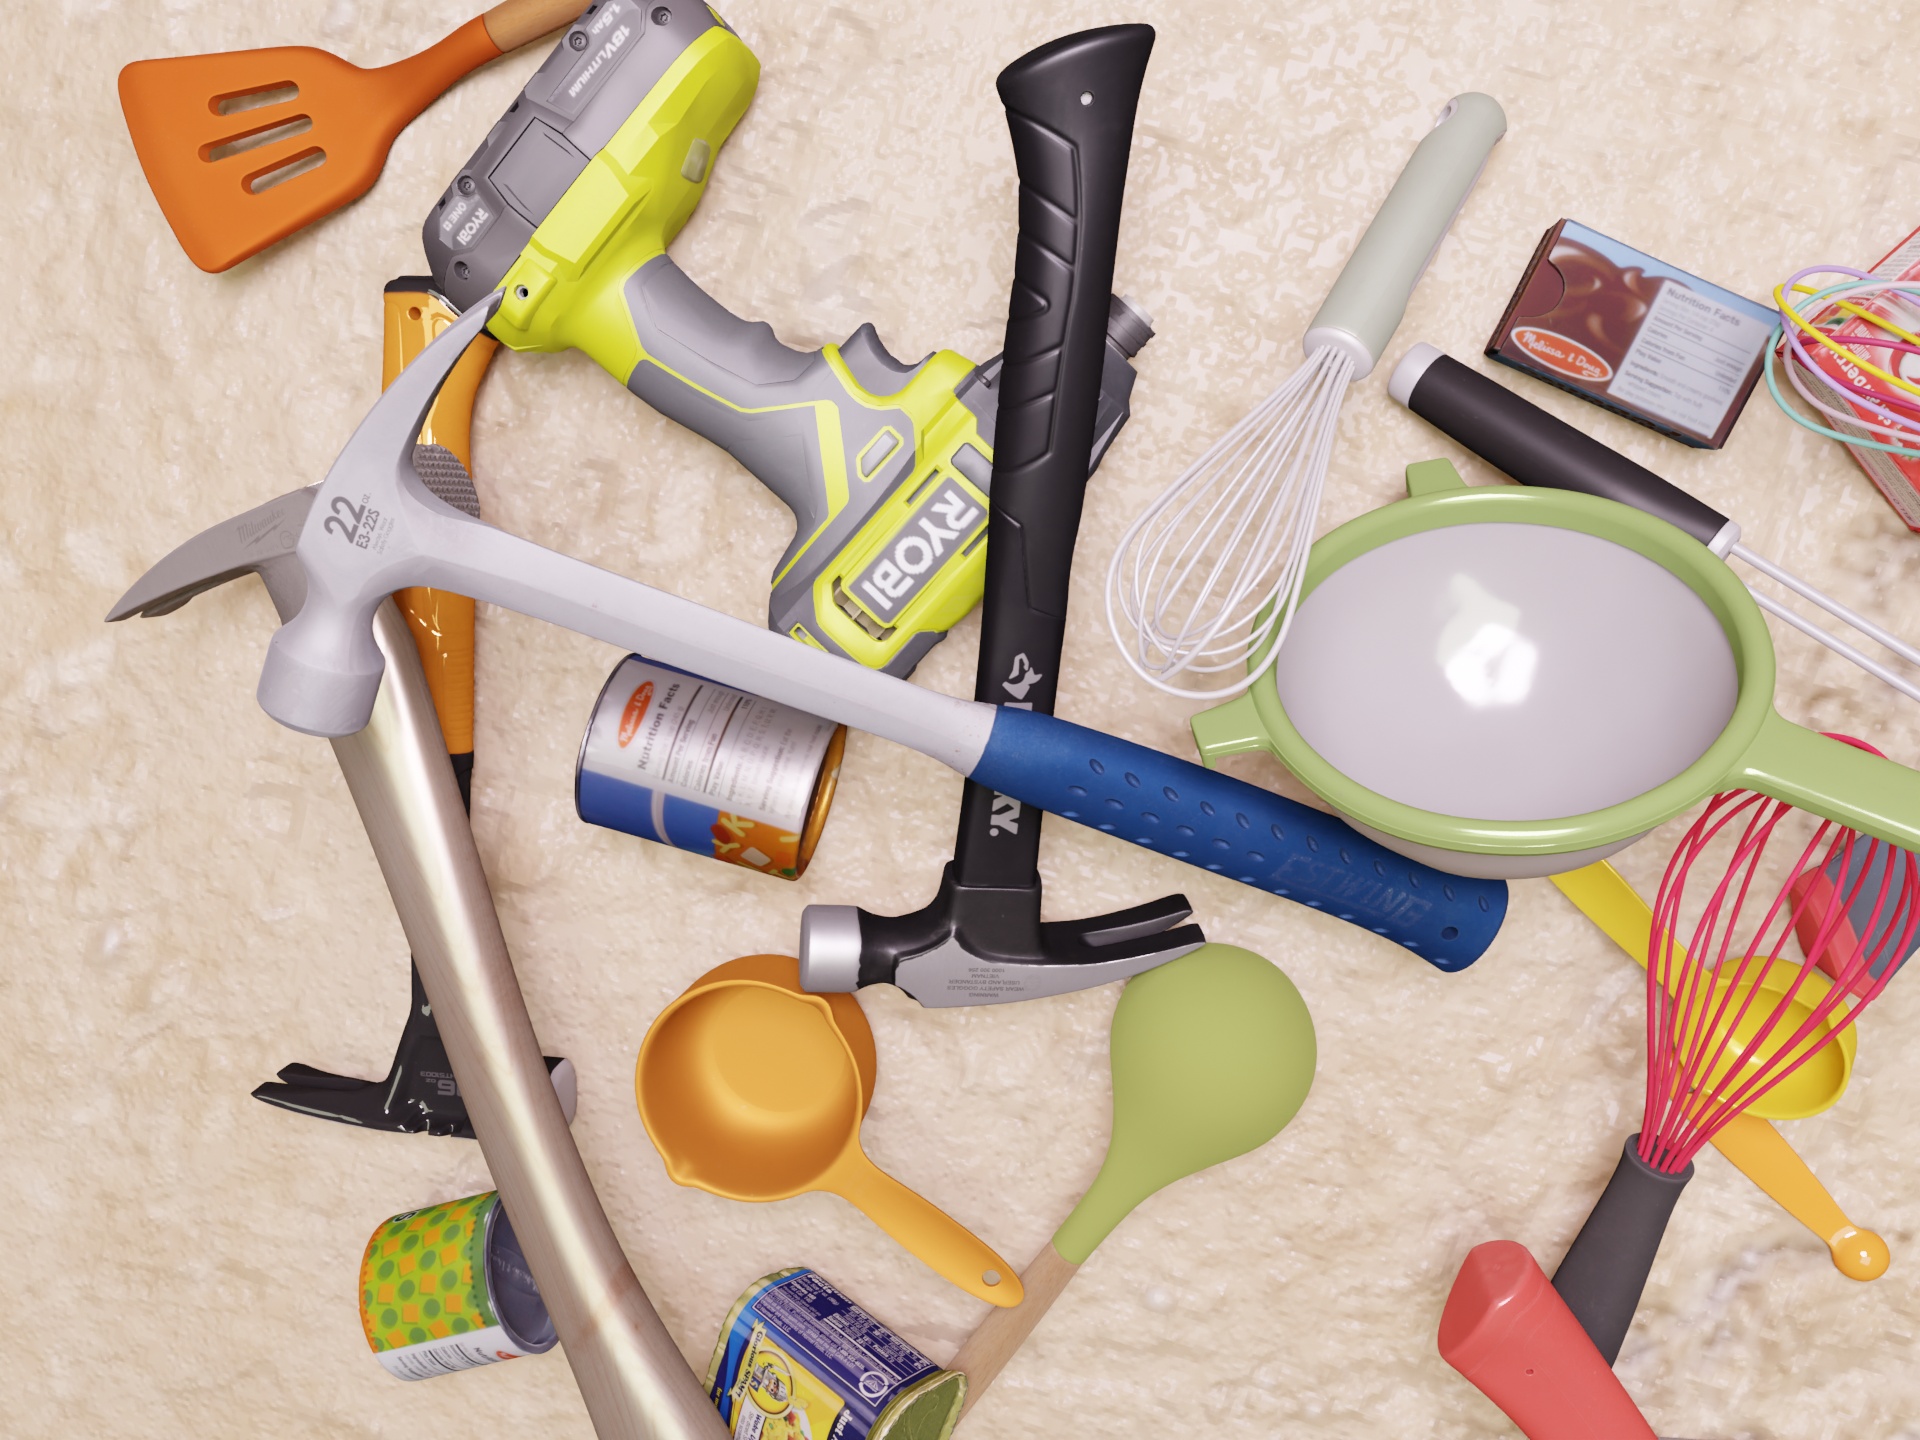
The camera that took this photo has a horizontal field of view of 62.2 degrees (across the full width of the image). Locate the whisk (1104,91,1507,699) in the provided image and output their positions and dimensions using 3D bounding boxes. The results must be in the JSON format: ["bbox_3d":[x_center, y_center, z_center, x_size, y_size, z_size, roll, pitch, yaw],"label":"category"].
[{"bbox_3d":[0.118,-0.111,0.508,0.059,0.058,0.246,33,73,-4],"label":"whisk"}]

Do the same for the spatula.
[{"bbox_3d":[-0.148,-0.255,0.561,0.322,0.041,0.081,-19,96,15],"label":"spatula"}]

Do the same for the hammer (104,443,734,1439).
[{"bbox_3d":[-0.183,0.116,0.590,0.146,0.038,0.410,-19,93,16],"label":"hammer"}]

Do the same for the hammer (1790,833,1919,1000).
[{"bbox_3d":[0.428,-0.056,0.525,0.143,0.038,0.386,34,102,0],"label":"hammer"}]

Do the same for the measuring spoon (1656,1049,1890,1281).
[{"bbox_3d":[0.302,0.166,0.590,0.117,0.011,0.021,45,102,-1],"label":"measuring spoon"}]

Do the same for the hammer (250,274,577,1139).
[{"bbox_3d":[-0.213,0.000,0.622,0.127,0.034,0.337,4,99,6],"label":"hammer"}]

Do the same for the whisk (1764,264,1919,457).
[{"bbox_3d":[0.357,-0.076,0.487,0.245,0.047,0.051,24,101,-3],"label":"whisk"}]

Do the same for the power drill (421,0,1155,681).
[{"bbox_3d":[-0.057,-0.137,0.560,0.223,0.080,0.171,42,103,-4],"label":"power drill"}]

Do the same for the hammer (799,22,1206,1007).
[{"bbox_3d":[0.028,-0.051,0.528,0.146,0.035,0.334,2,114,-8],"label":"hammer"}]

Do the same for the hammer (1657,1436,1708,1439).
[{"bbox_3d":[0.217,0.394,0.628,0.331,0.031,0.130,-36,93,12],"label":"hammer"}]

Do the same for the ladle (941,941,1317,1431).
[{"bbox_3d":[0.030,0.220,0.627,0.078,0.062,0.320,33,109,1],"label":"ladle"}]

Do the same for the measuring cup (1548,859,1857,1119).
[{"bbox_3d":[0.254,0.075,0.575,0.156,0.029,0.062,48,136,12],"label":"measuring cup"}]

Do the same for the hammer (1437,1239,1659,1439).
[{"bbox_3d":[0.289,0.333,0.570,0.149,0.037,0.359,-32,98,12],"label":"hammer"}]

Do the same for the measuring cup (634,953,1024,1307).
[{"bbox_3d":[-0.043,0.161,0.616,0.173,0.052,0.095,38,102,-2],"label":"measuring cup"}]

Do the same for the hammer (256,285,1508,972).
[{"bbox_3d":[-0.001,-0.002,0.508,0.405,0.035,0.144,20,111,-14],"label":"hammer"}]

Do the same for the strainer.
[{"bbox_3d":[0.208,0.017,0.472,0.256,0.069,0.151,26,59,32],"label":"strainer"}]

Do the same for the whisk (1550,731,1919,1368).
[{"bbox_3d":[0.246,0.135,0.542,0.073,0.073,0.295,13,119,5],"label":"whisk"}]

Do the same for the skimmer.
[{"bbox_3d":[0.306,-0.026,0.516,0.363,0.090,0.127,38,127,21],"label":"skimmer"}]
